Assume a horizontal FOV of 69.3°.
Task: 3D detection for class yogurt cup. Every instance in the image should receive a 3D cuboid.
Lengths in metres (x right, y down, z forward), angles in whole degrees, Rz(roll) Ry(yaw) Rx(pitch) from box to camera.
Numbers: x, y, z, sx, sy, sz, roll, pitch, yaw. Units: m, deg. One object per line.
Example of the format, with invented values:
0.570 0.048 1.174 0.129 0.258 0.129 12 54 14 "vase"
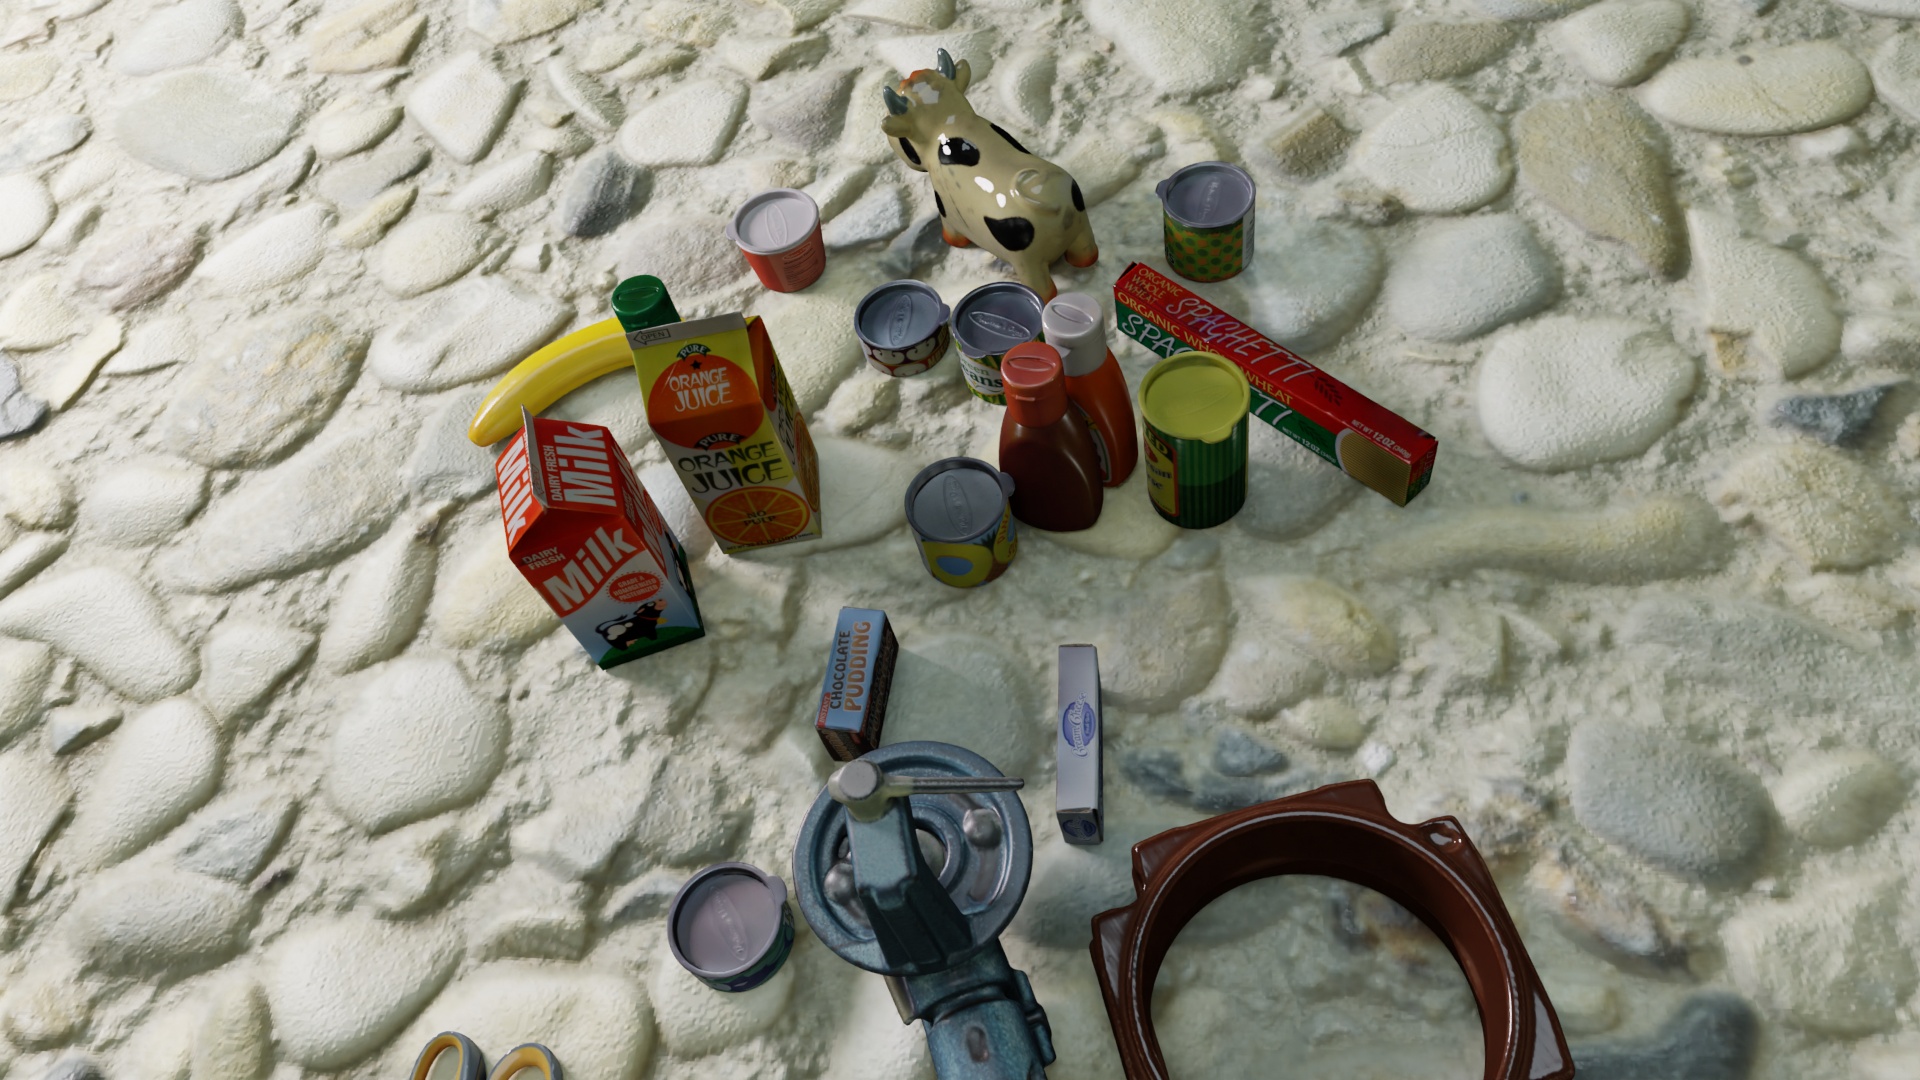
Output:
-0.136 -0.228 1.064 0.072 0.053 0.073 -5 57 8 "yogurt cup"

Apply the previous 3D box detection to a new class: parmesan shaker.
0.148 -0.058 0.870 0.071 0.102 0.071 -5 57 8 "parmesan shaker"

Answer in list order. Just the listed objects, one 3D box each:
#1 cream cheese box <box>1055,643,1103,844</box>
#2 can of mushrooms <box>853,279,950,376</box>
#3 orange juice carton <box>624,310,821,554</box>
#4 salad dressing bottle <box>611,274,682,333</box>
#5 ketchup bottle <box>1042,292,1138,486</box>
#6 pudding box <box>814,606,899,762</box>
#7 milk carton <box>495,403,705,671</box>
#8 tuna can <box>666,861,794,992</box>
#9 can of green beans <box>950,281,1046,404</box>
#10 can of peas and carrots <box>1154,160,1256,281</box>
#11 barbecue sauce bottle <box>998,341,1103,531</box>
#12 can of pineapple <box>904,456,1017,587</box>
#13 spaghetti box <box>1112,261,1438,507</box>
0.069 0.117 0.800 0.024 0.053 0.104 -3 57 9 "cream cheese box"
-0.040 -0.154 1.010 0.071 0.033 0.071 -5 56 8 "can of mushrooms"
-0.146 -0.076 0.883 0.072 0.191 0.073 -10 56 4 "orange juice carton"
-0.194 -0.118 0.947 0.064 0.147 0.044 -8 56 6 "salad dressing bottle"
0.078 -0.095 0.880 0.065 0.148 0.044 26 66 24 "ketchup bottle"
-0.063 0.087 0.846 0.030 0.049 0.084 3 58 12 "pudding box"
-0.225 -0.002 0.851 0.073 0.189 0.072 -19 56 -2 "milk carton"
-0.126 0.217 0.784 0.071 0.032 0.071 -5 56 8 "tuna can"
0.030 -0.137 0.971 0.071 0.057 0.071 -5 57 8 "can of green beans"
0.177 -0.230 1.004 0.071 0.058 0.071 -5 57 8 "can of peas and carrots"
0.052 -0.062 0.863 0.065 0.148 0.044 9 60 16 "barbecue sauce bottle"
0.003 -0.011 0.894 0.071 0.057 0.071 -5 57 8 "can of pineapple"
0.202 -0.108 0.925 0.029 0.050 0.250 -42 60 -17 "spaghetti box"
